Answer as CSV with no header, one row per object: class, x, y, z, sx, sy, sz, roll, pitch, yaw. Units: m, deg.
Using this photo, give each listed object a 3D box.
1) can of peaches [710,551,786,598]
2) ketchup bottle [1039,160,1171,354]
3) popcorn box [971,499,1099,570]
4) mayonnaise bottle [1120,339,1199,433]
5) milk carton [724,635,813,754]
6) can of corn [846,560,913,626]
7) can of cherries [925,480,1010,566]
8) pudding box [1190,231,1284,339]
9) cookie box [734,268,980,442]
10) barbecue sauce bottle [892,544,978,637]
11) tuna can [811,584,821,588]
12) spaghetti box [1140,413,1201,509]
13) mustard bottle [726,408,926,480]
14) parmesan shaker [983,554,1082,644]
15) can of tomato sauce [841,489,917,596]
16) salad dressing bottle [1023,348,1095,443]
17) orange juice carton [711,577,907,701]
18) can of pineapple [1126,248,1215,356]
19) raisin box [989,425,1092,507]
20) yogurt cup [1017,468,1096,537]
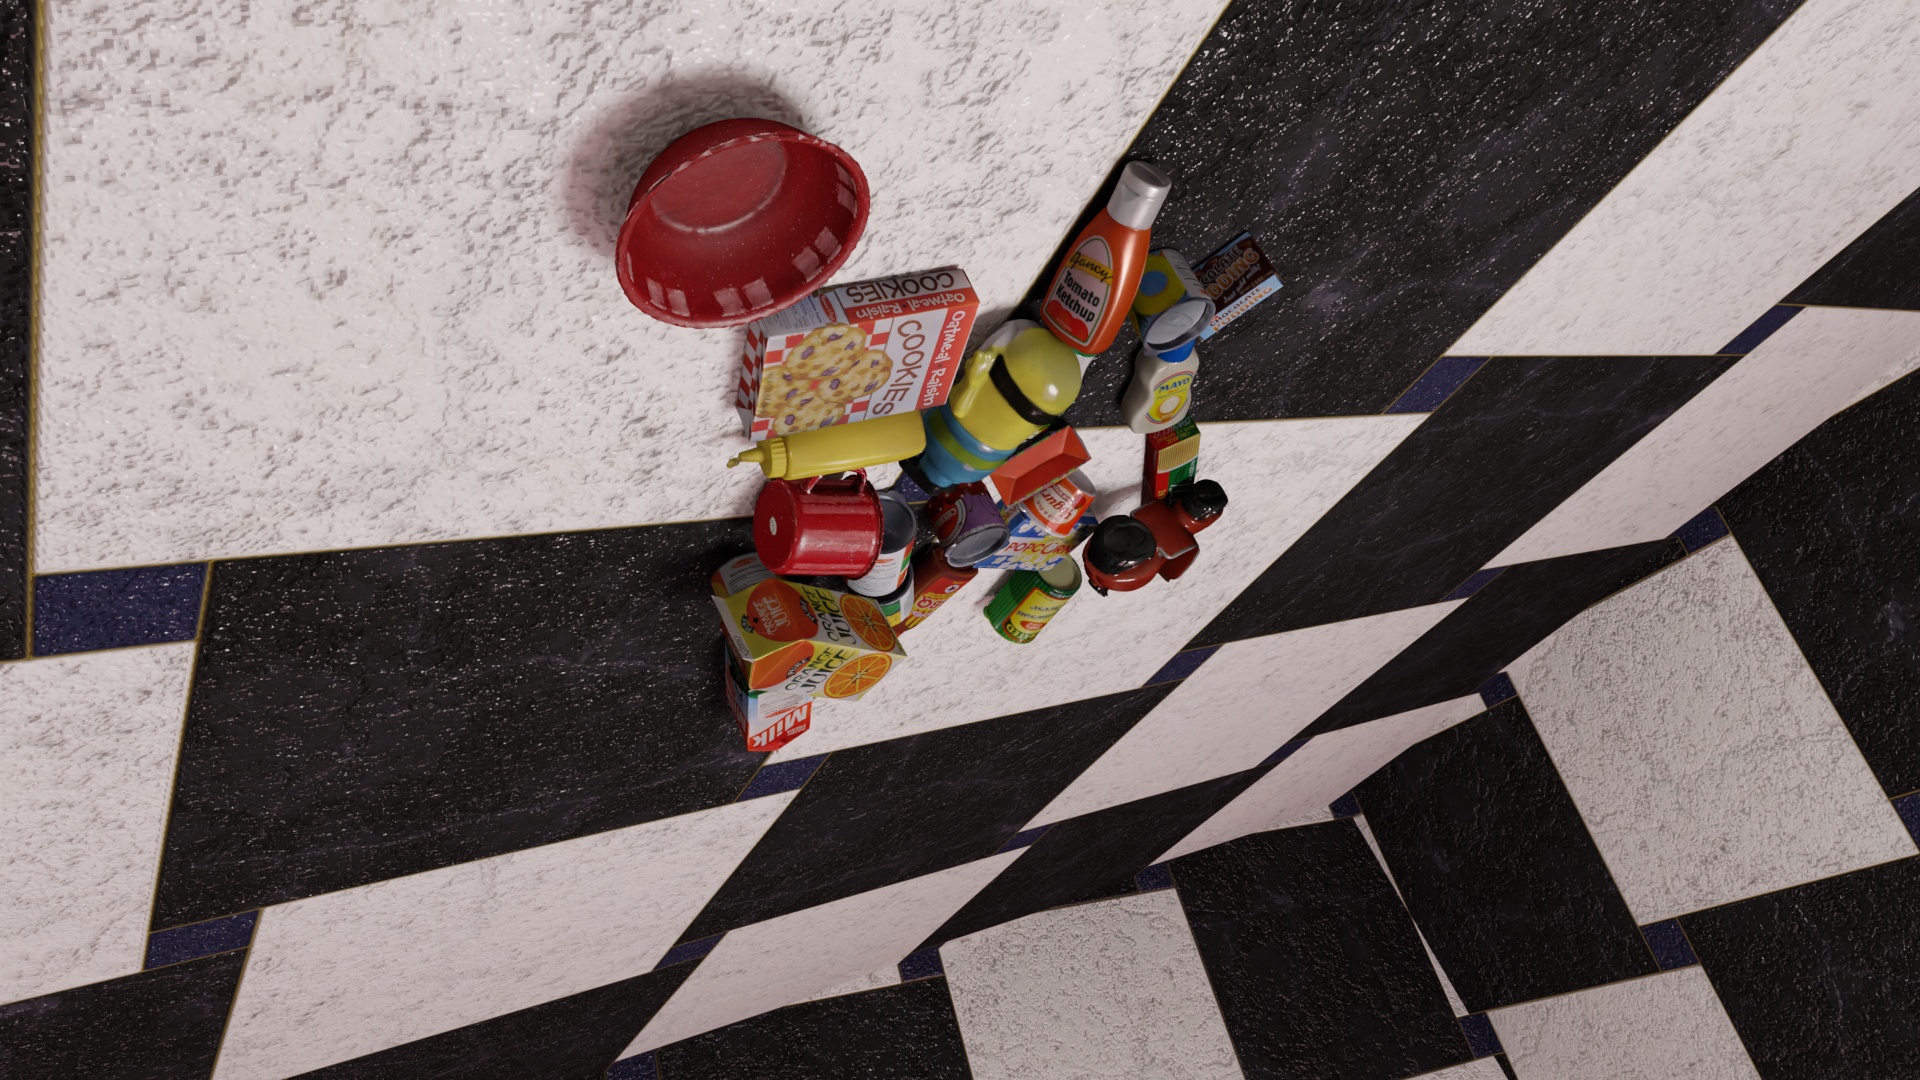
can of peaches,-0.189,0.053,1.280,0.071,0.058,0.071,-22,154,-11
ketchup bottle,0.114,-0.217,1.059,0.044,0.065,0.148,-25,151,-43
popcorn box,0.073,-0.008,1.442,0.127,0.038,0.085,3,143,-47
mayonnaise bottle,0.187,-0.154,1.267,0.065,0.041,0.147,-19,154,-12
milk carton,-0.201,0.158,1.454,0.073,0.072,0.189,-18,152,-19
can of corn,-0.081,0.045,1.363,0.071,0.071,0.058,-21,154,-11
can of cherries,0.005,-0.017,1.335,0.071,0.058,0.071,-21,155,-10
pudding box,0.225,-0.216,1.177,0.083,0.050,0.030,-34,155,16
cookie box,-0.078,-0.140,1.042,0.168,0.040,0.122,-14,152,-24
barbecue sauce bottle,-0.049,0.062,1.450,0.065,0.044,0.148,3,142,-48
tuna can,-0.157,0.077,1.353,0.071,0.071,0.033,-42,150,29
spaghetti box,0.225,-0.056,1.507,0.050,0.029,0.249,-23,154,-6
mustard bottle,-0.109,-0.077,1.108,0.161,0.048,0.065,-11,-177,-25
parmesan shaker,0.080,0.060,1.546,0.071,0.071,0.102,-6,147,-38
can of tomato sauce,-0.077,0.003,1.286,0.071,0.071,0.082,-18,154,-19
salad dressing bottle,0.083,-0.145,1.182,0.064,0.044,0.147,-8,149,-37
orange juice carton,-0.142,0.088,1.236,0.073,0.072,0.193,-43,150,20
can of pineapple,0.166,-0.197,1.146,0.071,0.058,0.070,-21,154,-11
raisin box,0.075,-0.068,1.272,0.086,0.040,0.123,-31,180,7
yogurt cup,0.096,-0.044,1.366,0.053,0.072,0.072,-47,149,22
